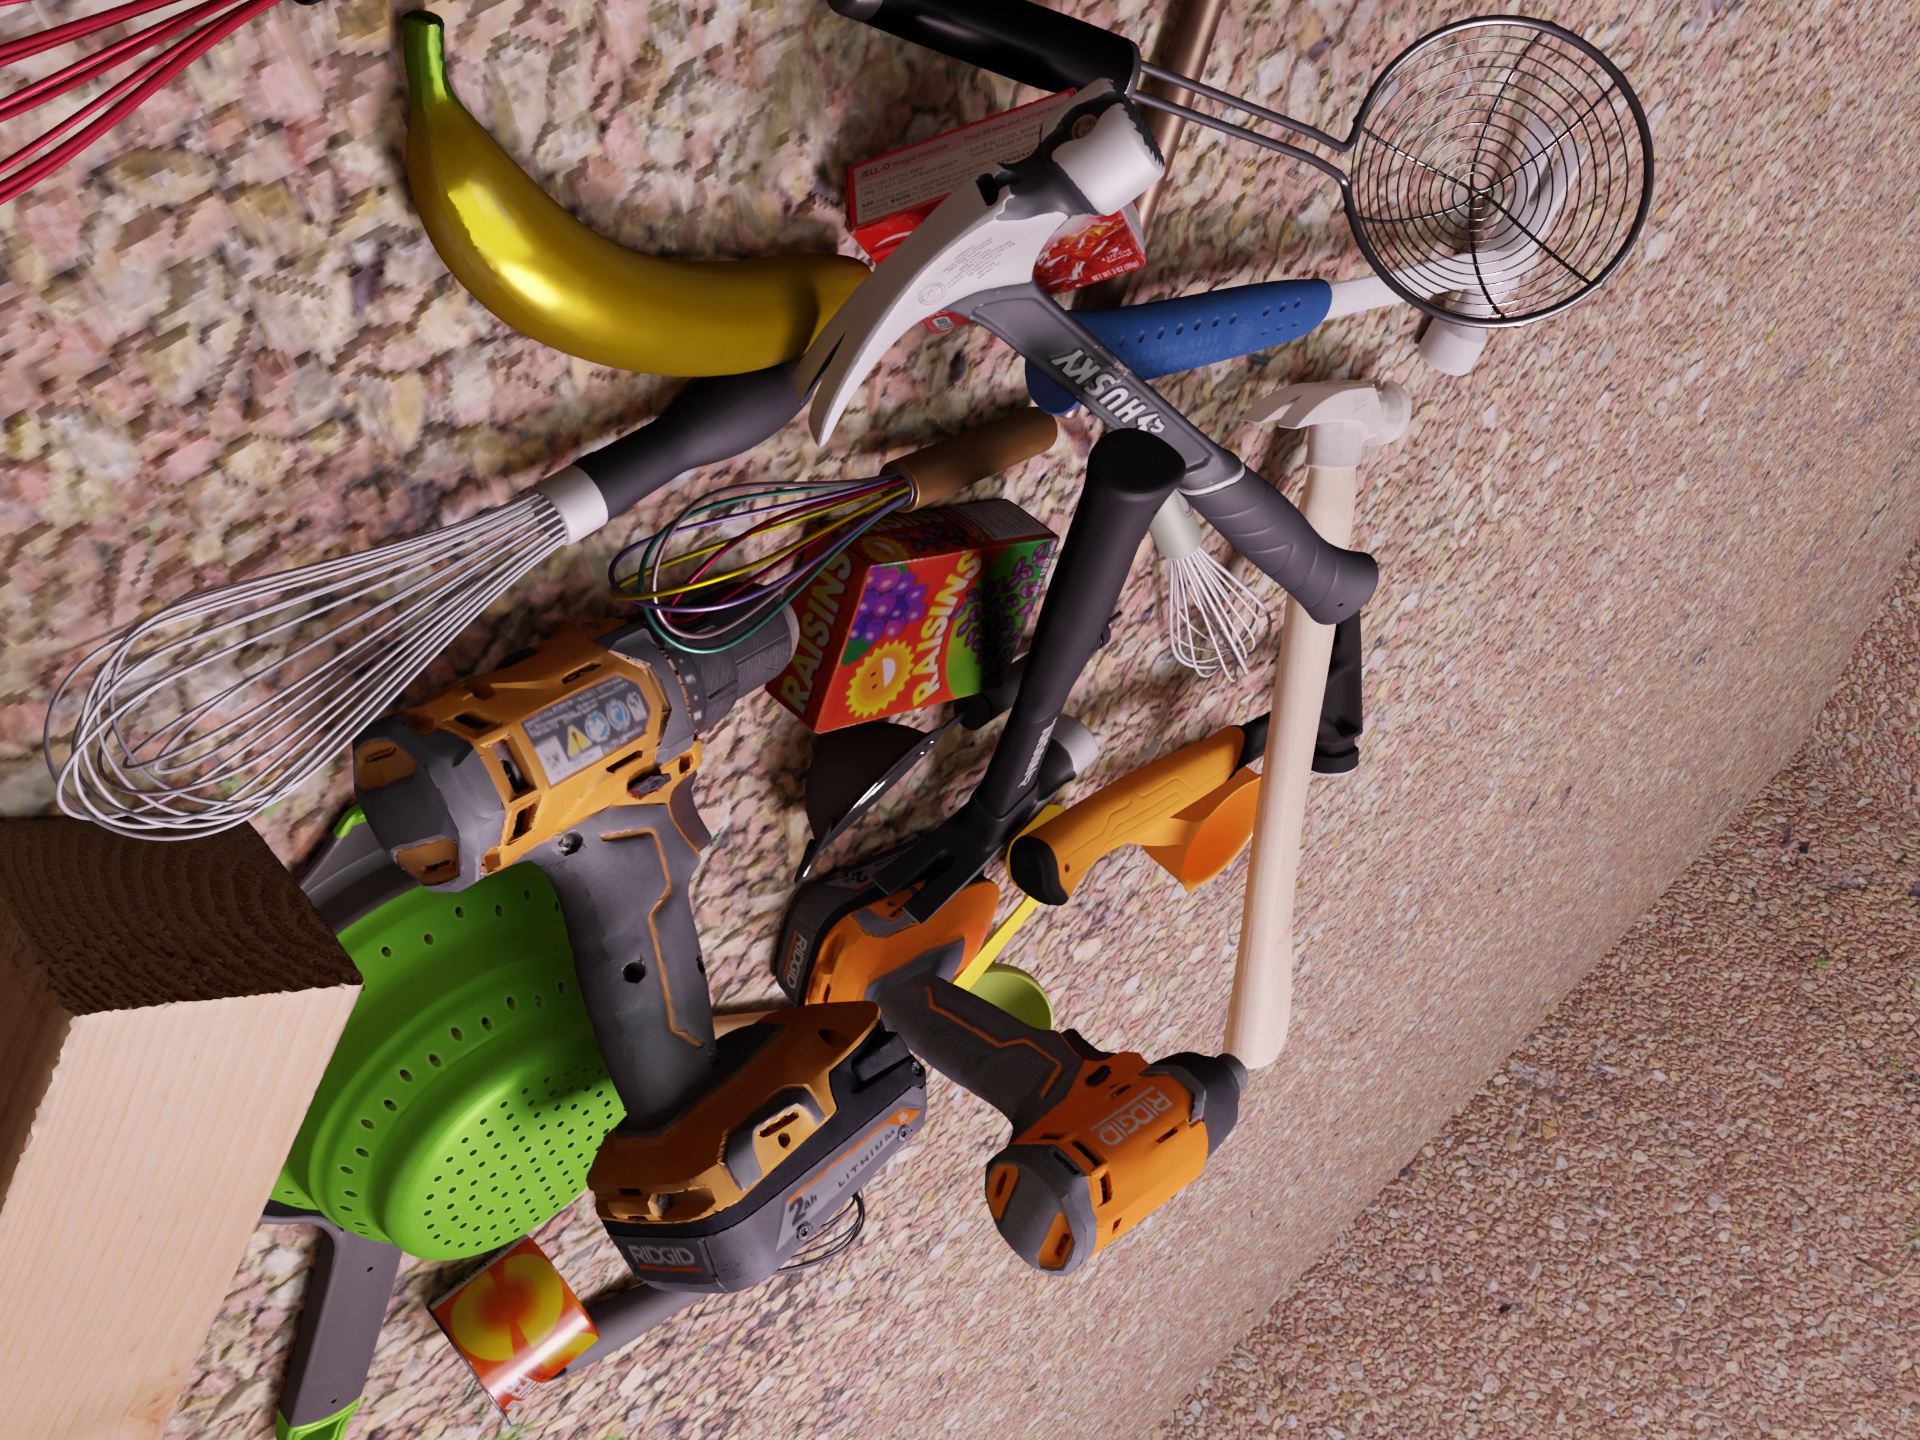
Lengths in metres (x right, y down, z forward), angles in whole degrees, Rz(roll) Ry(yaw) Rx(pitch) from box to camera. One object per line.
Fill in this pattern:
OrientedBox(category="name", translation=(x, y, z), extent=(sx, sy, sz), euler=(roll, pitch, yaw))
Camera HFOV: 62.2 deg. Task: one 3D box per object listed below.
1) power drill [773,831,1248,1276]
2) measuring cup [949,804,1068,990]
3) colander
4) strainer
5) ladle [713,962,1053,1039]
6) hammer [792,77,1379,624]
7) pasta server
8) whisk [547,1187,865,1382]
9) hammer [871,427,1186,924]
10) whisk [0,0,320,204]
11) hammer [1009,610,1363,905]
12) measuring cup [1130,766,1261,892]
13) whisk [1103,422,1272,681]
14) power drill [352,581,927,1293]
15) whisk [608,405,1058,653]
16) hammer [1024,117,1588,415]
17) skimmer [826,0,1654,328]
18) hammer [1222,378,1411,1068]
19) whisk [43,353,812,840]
OrientedBox(category="power drill", translation=(0.031, 0.157, 0.809), extent=(0.164, 0.227, 0.084), euler=(-20, 138, -42))
OrientedBox(category="measuring cup", translation=(0.020, 0.112, 0.923), extent=(0.156, 0.029, 0.062), euler=(-49, 150, -19))
OrientedBox(category="colander", translation=(-0.221, 0.207, 0.659), extent=(0.204, 0.095, 0.397), euler=(-11, 132, -48))
OrientedBox(category="strainer", translation=(-0.001, -0.002, 0.779), extent=(0.258, 0.050, 0.087), euler=(-33, 170, -38))
OrientedBox(category="ladle", translation=(-0.056, 0.174, 0.886), extent=(0.320, 0.062, 0.078), euler=(8, 114, -53))
OrientedBox(category="hammer", translation=(0.092, -0.106, 0.665), extent=(0.149, 0.036, 0.408), euler=(-32, 153, 21))
OrientedBox(category="pasta server", translation=(0.093, -0.258, 0.624), extent=(0.060, 0.040, 0.316), euler=(-9, 132, -36))
OrientedBox(category="whisk", translation=(-0.152, 0.330, 0.944), extent=(0.239, 0.055, 0.055), euler=(-18, 137, -37))
OrientedBox(category="hammer", translation=(0.035, -0.015, 0.698), extent=(0.146, 0.035, 0.334), euler=(-42, 166, -24))
OrientedBox(category="whisk", translation=(-0.169, -0.168, 0.358), extent=(0.296, 0.073, 0.073), euler=(-36, 148, -35))
OrientedBox(category="hammer", translation=(0.143, 0.019, 0.927), extent=(0.337, 0.034, 0.127), euler=(-25, 117, -44))
OrientedBox(category="measuring cup", translation=(0.132, 0.057, 1.012), extent=(0.173, 0.052, 0.095), euler=(7, 118, -54))
OrientedBox(category="whisk", translation=(0.118, -0.091, 0.836), extent=(0.059, 0.058, 0.246), euler=(-22, 147, 11))
OrientedBox(category="power drill", translation=(-0.095, 0.066, 0.588), extent=(0.185, 0.084, 0.226), euler=(-35, 105, -47))
OrientedBox(category="whisk", translation=(-0.036, -0.084, 0.620), extent=(0.245, 0.051, 0.047), euler=(-31, 177, -44))
OrientedBox(category="hammer", translation=(0.178, -0.207, 0.764), extent=(0.405, 0.035, 0.144), euler=(-24, 147, -42))
OrientedBox(category="skimmer", translation=(0.122, -0.229, 0.585), extent=(0.363, 0.090, 0.127), euler=(0, 98, -39))
OrientedBox(category="hammer", translation=(0.185, 0.015, 0.910), extent=(0.146, 0.038, 0.410), euler=(-18, 118, -50))
OrientedBox(category="whisk", translation=(-0.151, -0.054, 0.507), extent=(0.284, 0.070, 0.070), euler=(-38, 148, -29))
